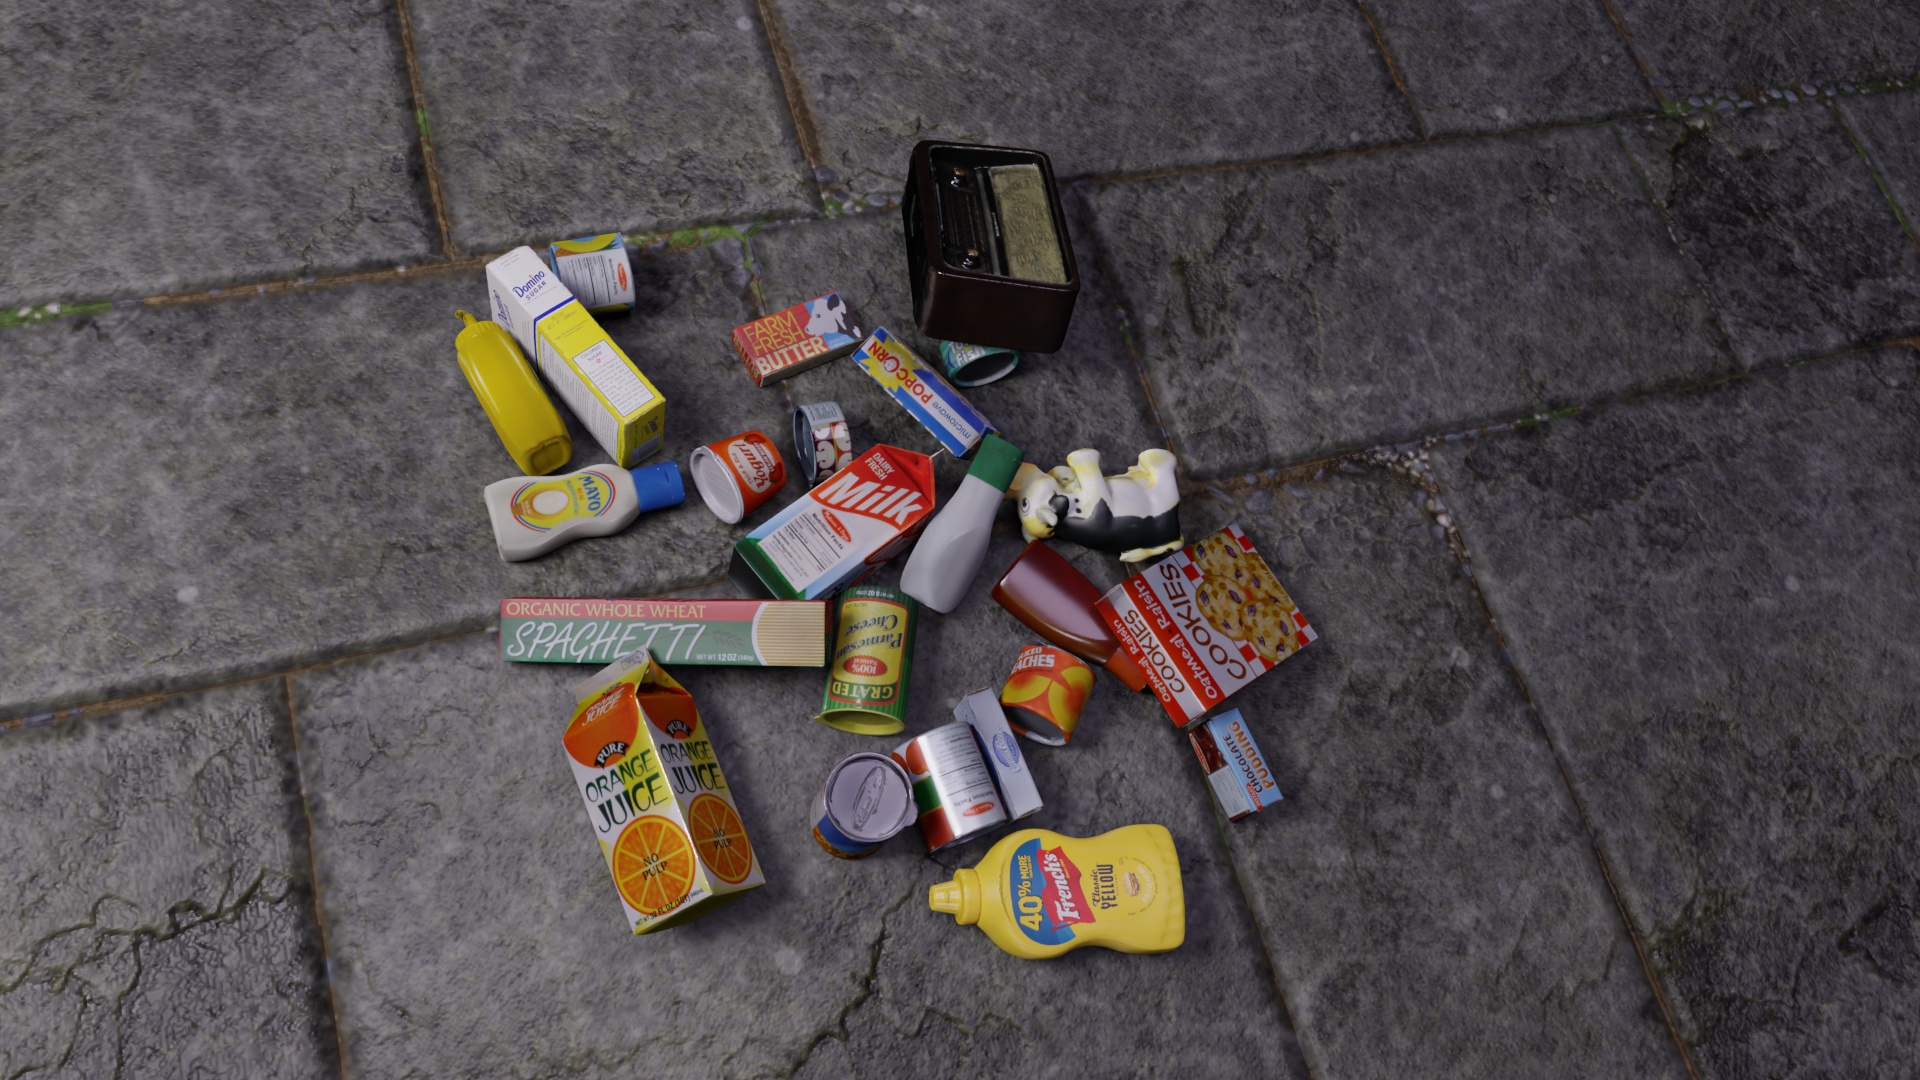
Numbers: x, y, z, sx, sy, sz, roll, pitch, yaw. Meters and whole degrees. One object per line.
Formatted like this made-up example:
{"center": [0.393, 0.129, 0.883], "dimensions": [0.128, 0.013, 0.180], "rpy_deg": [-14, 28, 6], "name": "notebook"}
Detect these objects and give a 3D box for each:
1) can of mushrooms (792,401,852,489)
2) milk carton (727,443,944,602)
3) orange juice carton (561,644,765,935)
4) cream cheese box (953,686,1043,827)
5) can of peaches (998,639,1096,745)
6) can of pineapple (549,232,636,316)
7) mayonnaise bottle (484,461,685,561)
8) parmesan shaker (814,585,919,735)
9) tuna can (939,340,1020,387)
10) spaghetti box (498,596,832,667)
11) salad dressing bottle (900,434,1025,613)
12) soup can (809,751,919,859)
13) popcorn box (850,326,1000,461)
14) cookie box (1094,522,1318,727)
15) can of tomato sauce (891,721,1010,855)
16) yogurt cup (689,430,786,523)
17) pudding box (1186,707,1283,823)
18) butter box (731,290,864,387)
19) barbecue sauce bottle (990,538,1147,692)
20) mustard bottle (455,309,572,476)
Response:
{"center": [-0.115, -0.080, 1.154], "dimensions": [0.033, 0.070, 0.071], "rpy_deg": [-12, 71, -19], "name": "can of mushrooms"}
{"center": [-0.090, -0.010, 1.127], "dimensions": [0.191, 0.072, 0.073], "rpy_deg": [-37, 81, -23], "name": "milk carton"}
{"center": [-0.221, 0.176, 1.001], "dimensions": [0.071, 0.073, 0.193], "rpy_deg": [-30, 74, 17], "name": "orange juice carton"}
{"center": [0.029, 0.171, 1.090], "dimensions": [0.024, 0.053, 0.104], "rpy_deg": [-19, 73, -18], "name": "cream cheese box"}
{"center": [0.066, 0.123, 1.111], "dimensions": [0.071, 0.071, 0.058], "rpy_deg": [28, 65, -2], "name": "can of peaches"}
{"center": [-0.309, -0.221, 1.166], "dimensions": [0.058, 0.070, 0.071], "rpy_deg": [-13, 72, -19], "name": "can of pineapple"}
{"center": [-0.295, -0.030, 1.100], "dimensions": [0.148, 0.041, 0.065], "rpy_deg": [-15, 71, -19], "name": "mayonnaise bottle"}
{"center": [-0.073, 0.094, 1.091], "dimensions": [0.071, 0.071, 0.103], "rpy_deg": [10, 66, -10], "name": "parmesan shaker"}
{"center": [0.017, -0.164, 1.219], "dimensions": [0.071, 0.070, 0.033], "rpy_deg": [-13, 72, -19], "name": "tuna can"}
{"center": [-0.222, 0.068, 1.042], "dimensions": [0.250, 0.028, 0.050], "rpy_deg": [0, 89, 3], "name": "spaghetti box"}
{"center": [0.004, -0.014, 1.134], "dimensions": [0.044, 0.064, 0.147], "rpy_deg": [27, 89, 37], "name": "salad dressing bottle"}
{"center": [-0.072, 0.200, 1.035], "dimensions": [0.071, 0.083, 0.071], "rpy_deg": [5, 67, -12], "name": "soup can"}
{"center": [-0.027, -0.123, 1.179], "dimensions": [0.127, 0.085, 0.038], "rpy_deg": [44, 98, 7], "name": "popcorn box"}
{"center": [0.206, 0.068, 1.160], "dimensions": [0.168, 0.040, 0.123], "rpy_deg": [-24, 75, -41], "name": "cookie box"}
{"center": [-0.009, 0.190, 1.067], "dimensions": [0.071, 0.071, 0.083], "rpy_deg": [-17, 73, -20], "name": "can of tomato sauce"}
{"center": [-0.179, -0.054, 1.128], "dimensions": [0.054, 0.072, 0.072], "rpy_deg": [-32, 78, -32], "name": "yogurt cup"}
{"center": [0.223, 0.184, 1.135], "dimensions": [0.030, 0.049, 0.084], "rpy_deg": [-19, 74, -22], "name": "pudding box"}
{"center": [-0.141, -0.175, 1.209], "dimensions": [0.104, 0.024, 0.053], "rpy_deg": [-25, 76, -22], "name": "butter box"}
{"center": [0.100, 0.067, 1.157], "dimensions": [0.148, 0.043, 0.065], "rpy_deg": [39, 65, 3], "name": "barbecue sauce bottle"}
{"center": [-0.365, -0.128, 1.113], "dimensions": [0.049, 0.065, 0.160], "rpy_deg": [-28, 73, -18], "name": "mustard bottle"}
